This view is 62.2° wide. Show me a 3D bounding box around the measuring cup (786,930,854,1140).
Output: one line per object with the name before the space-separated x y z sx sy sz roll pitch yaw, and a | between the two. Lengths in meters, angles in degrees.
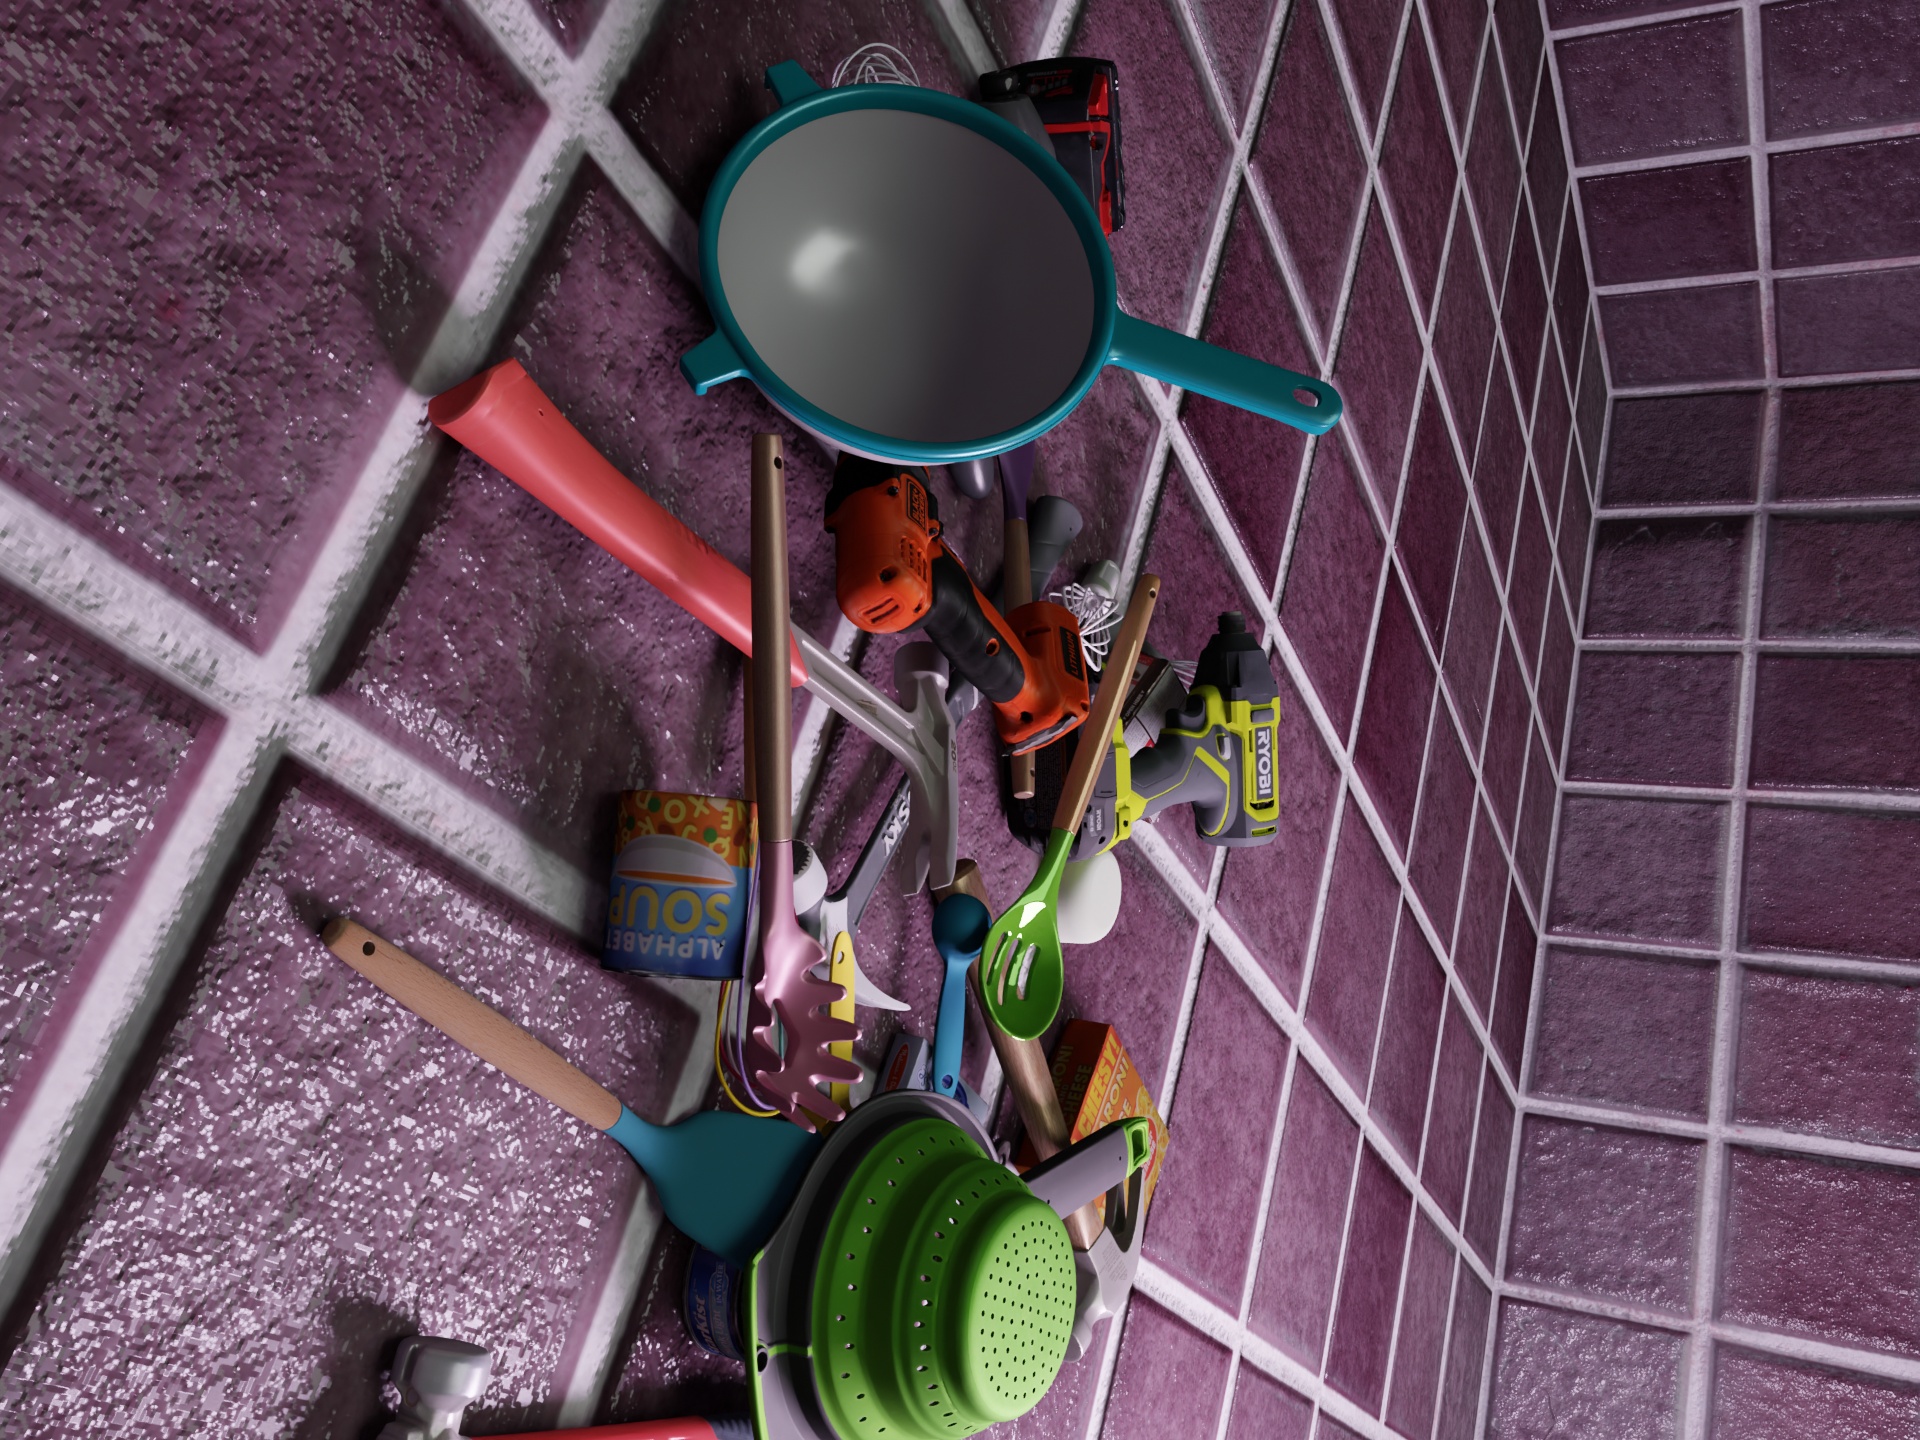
measuring cup | -0.077 0.189 0.869 0.062 0.029 0.156 -10 105 -59

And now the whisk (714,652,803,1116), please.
whisk | -0.100 0.073 0.800 0.051 0.047 0.245 114 -26 -76

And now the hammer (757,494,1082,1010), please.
hammer | -0.002 -0.003 0.994 0.409 0.036 0.149 -62 142 -38

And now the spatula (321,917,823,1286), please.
spatula | -0.164 0.166 0.714 0.317 0.044 0.082 53 45 -46

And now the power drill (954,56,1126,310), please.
power drill | 0.044 -0.325 0.950 0.220 0.078 0.143 -67 154 -57

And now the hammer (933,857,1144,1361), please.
hammer | 0.050 0.243 1.043 0.130 0.031 0.331 -37 113 -51

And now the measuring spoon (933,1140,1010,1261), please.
measuring spoon | 0.013 0.330 1.055 0.124 0.018 0.034 -57 138 -43

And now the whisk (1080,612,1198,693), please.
whisk | 0.155 -0.045 1.254 0.238 0.055 0.055 30 66 -52

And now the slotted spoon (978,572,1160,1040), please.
slotted spoon | 0.074 0.047 1.001 0.070 0.031 0.314 31 71 -34

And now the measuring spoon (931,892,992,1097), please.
measuring spoon | 0.001 0.169 0.965 0.042 0.021 0.129 13 77 -35

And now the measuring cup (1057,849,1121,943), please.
measuring cup | 0.088 0.080 1.147 0.083 0.038 0.167 -20 111 -58

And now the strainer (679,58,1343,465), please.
strainer | 0.028 -0.195 0.833 0.095 0.340 0.211 132 -29 -67

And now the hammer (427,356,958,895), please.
hammer | -0.107 -0.045 0.761 0.358 0.037 0.149 40 41 -47

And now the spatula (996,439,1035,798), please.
spatula | 0.037 -0.102 1.014 0.059 0.018 0.316 31 52 -54

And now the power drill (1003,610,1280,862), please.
power drill | 0.138 0.012 1.122 0.223 0.080 0.171 -6 96 -40

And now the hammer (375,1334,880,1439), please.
hammer | -0.140 0.374 0.774 0.386 0.038 0.143 33 65 -56

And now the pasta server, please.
pasta server | -0.079 0.028 0.727 0.060 0.040 0.316 -7 98 -57

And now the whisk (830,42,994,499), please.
whisk | -0.019 -0.251 0.931 0.070 0.070 0.284 -59 144 -40

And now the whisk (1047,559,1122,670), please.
whisk | 0.089 -0.080 1.079 0.058 0.059 0.246 57 16 -7

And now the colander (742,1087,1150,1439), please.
colander | 0.043 0.297 0.905 0.397 0.094 0.204 -7 94 -56
